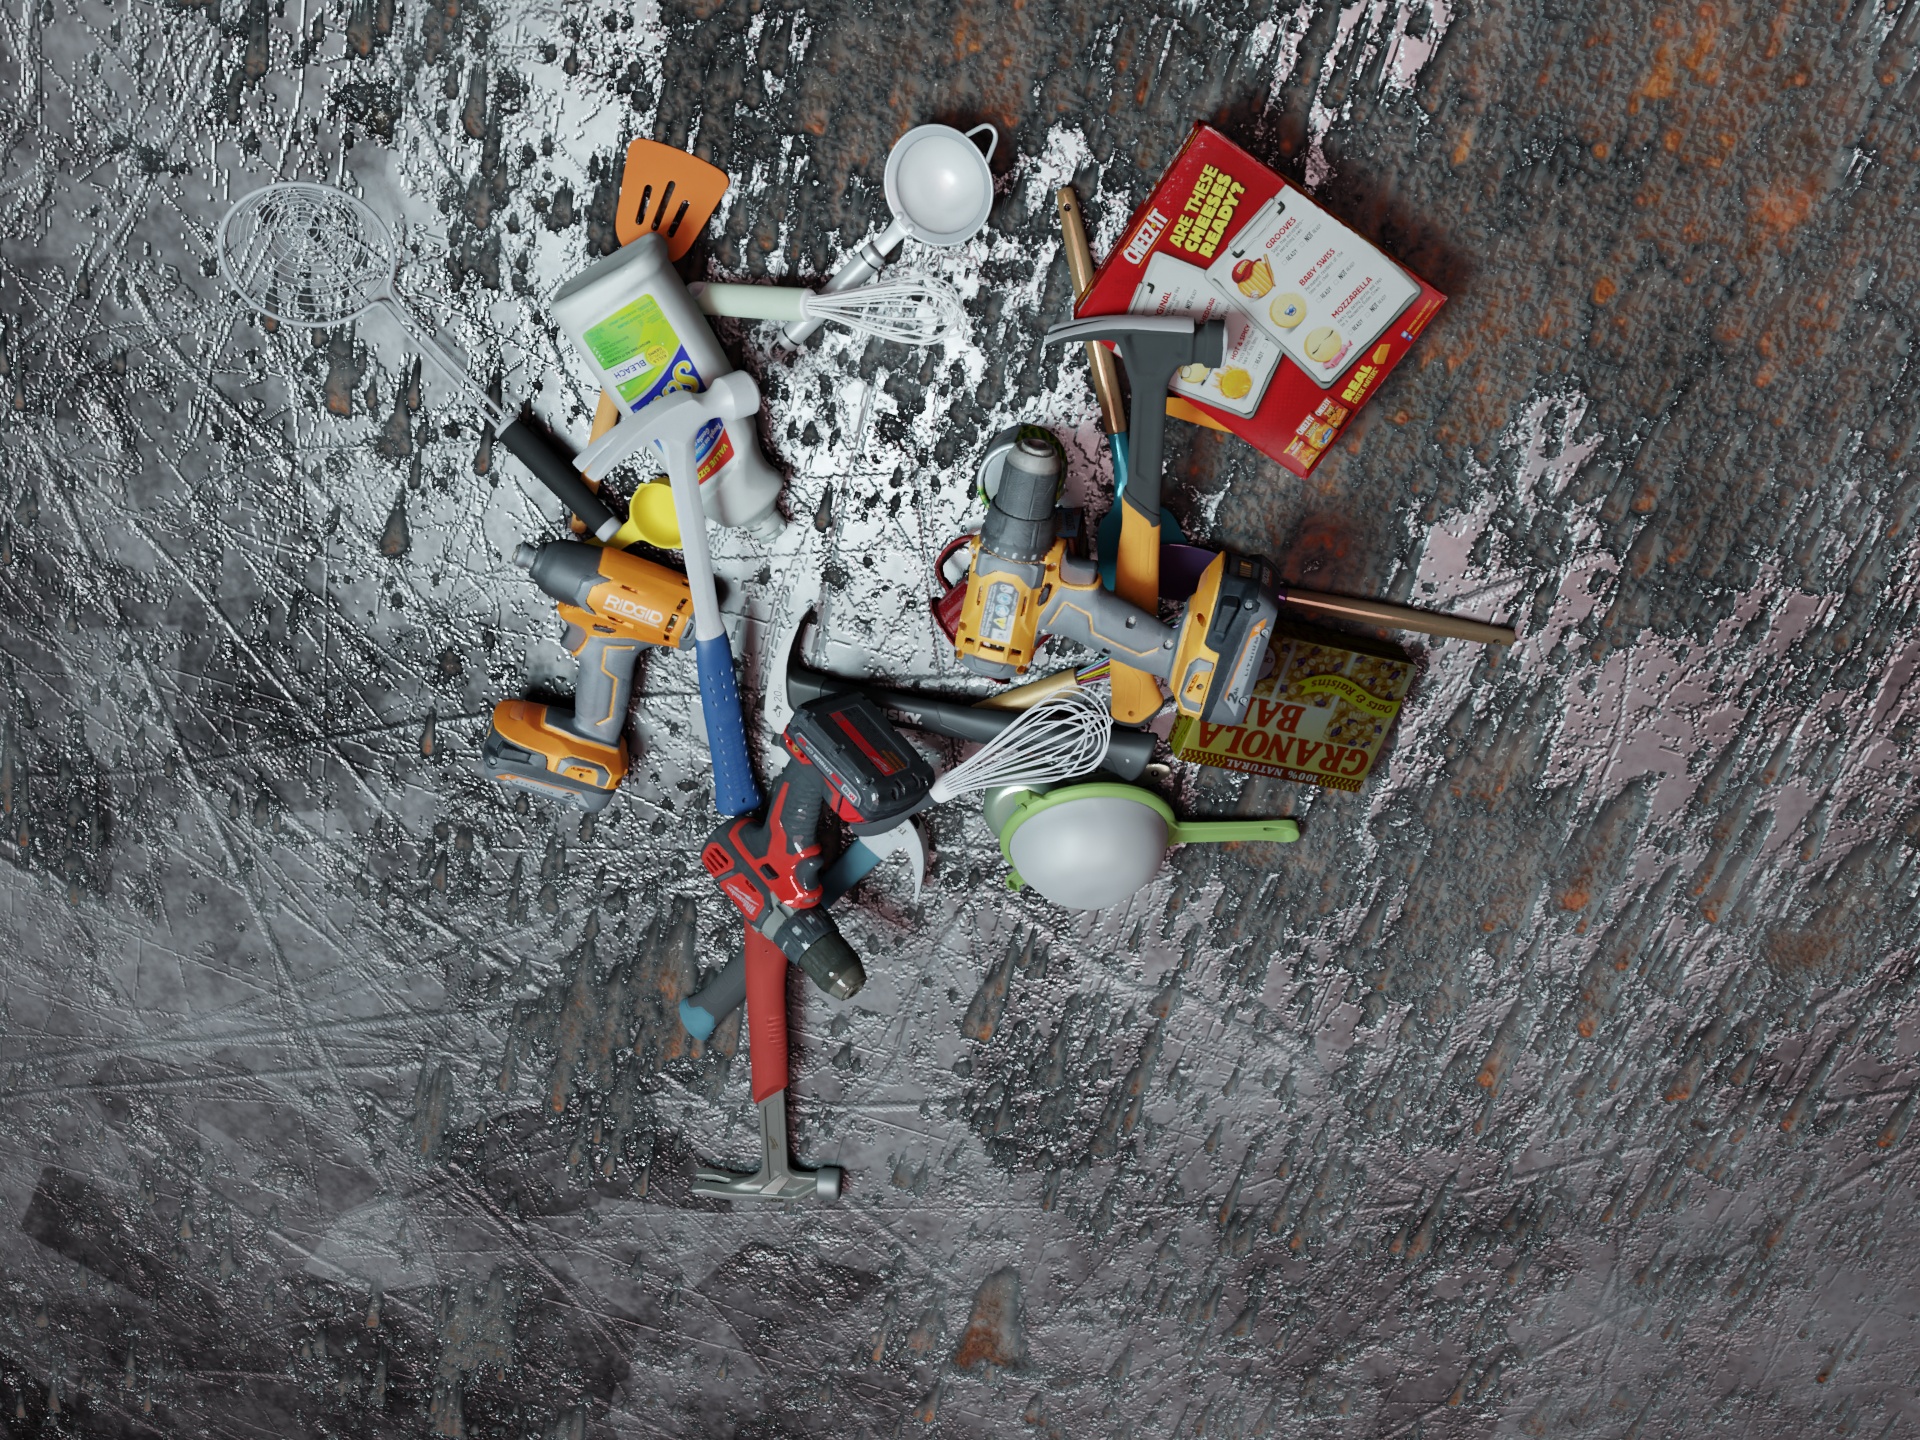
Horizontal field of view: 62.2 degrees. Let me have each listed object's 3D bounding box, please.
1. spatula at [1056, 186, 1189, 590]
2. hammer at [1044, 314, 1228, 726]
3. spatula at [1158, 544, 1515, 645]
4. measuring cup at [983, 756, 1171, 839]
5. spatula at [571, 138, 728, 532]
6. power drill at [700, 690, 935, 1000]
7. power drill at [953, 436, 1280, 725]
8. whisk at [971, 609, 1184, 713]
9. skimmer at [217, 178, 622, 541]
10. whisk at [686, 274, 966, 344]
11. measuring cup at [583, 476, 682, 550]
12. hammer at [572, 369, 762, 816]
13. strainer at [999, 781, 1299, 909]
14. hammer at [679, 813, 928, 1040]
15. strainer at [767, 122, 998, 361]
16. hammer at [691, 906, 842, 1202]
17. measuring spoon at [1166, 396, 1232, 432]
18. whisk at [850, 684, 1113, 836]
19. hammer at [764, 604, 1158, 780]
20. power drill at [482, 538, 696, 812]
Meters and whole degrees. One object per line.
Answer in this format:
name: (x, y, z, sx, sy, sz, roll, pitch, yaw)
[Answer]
spatula: (0.115, -0.250, 1.231, 0.082, 0.044, 0.317, -10, 107, 14)
hammer: (0.127, -0.140, 1.198, 0.127, 0.034, 0.336, 3, 124, 8)
spatula: (0.285, -0.096, 1.270, 0.316, 0.018, 0.059, 11, 139, 2)
measuring cup: (0.099, 0.066, 1.365, 0.167, 0.038, 0.083, -13, 111, 17)
spatula: (-0.268, -0.294, 1.272, 0.081, 0.041, 0.322, 22, 120, -2)
power drill: (-0.112, 0.109, 1.326, 0.188, 0.080, 0.226, 47, 125, 18)
power drill: (0.116, -0.100, 1.162, 0.226, 0.084, 0.185, 14, 124, 5)
whisk: (0.120, -0.040, 1.317, 0.245, 0.047, 0.051, -20, 111, 21)
skimmer: (-0.417, -0.271, 1.258, 0.127, 0.090, 0.363, -41, 98, 22)
whisk: (-0.107, -0.311, 1.195, 0.246, 0.058, 0.059, 11, 159, 26)
measuring cup: (-0.282, -0.158, 1.338, 0.156, 0.029, 0.062, -21, 110, 30)
hammer: (-0.209, -0.077, 1.282, 0.144, 0.035, 0.405, -27, 136, -26)
strainer: (0.163, 0.117, 1.338, 0.256, 0.069, 0.151, -2, 144, -4)
hammer: (-0.153, 0.185, 1.463, 0.128, 0.033, 0.331, 41, 114, -9)
strainer: (-0.061, -0.358, 1.200, 0.258, 0.050, 0.087, -37, 98, 28)
hammer: (-0.189, 0.322, 1.501, 0.149, 0.037, 0.358, 3, 122, 3)
measuring spoon: (0.190, -0.235, 1.218, 0.117, 0.011, 0.021, 10, 100, -9)
whisk: (0.010, 0.043, 1.300, 0.284, 0.070, 0.070, -25, 109, 37)
hammer: (-0.002, -0.004, 1.328, 0.335, 0.035, 0.146, 10, 120, 12)
power drill: (-0.325, -0.046, 1.343, 0.164, 0.084, 0.226, 21, 115, -21)
